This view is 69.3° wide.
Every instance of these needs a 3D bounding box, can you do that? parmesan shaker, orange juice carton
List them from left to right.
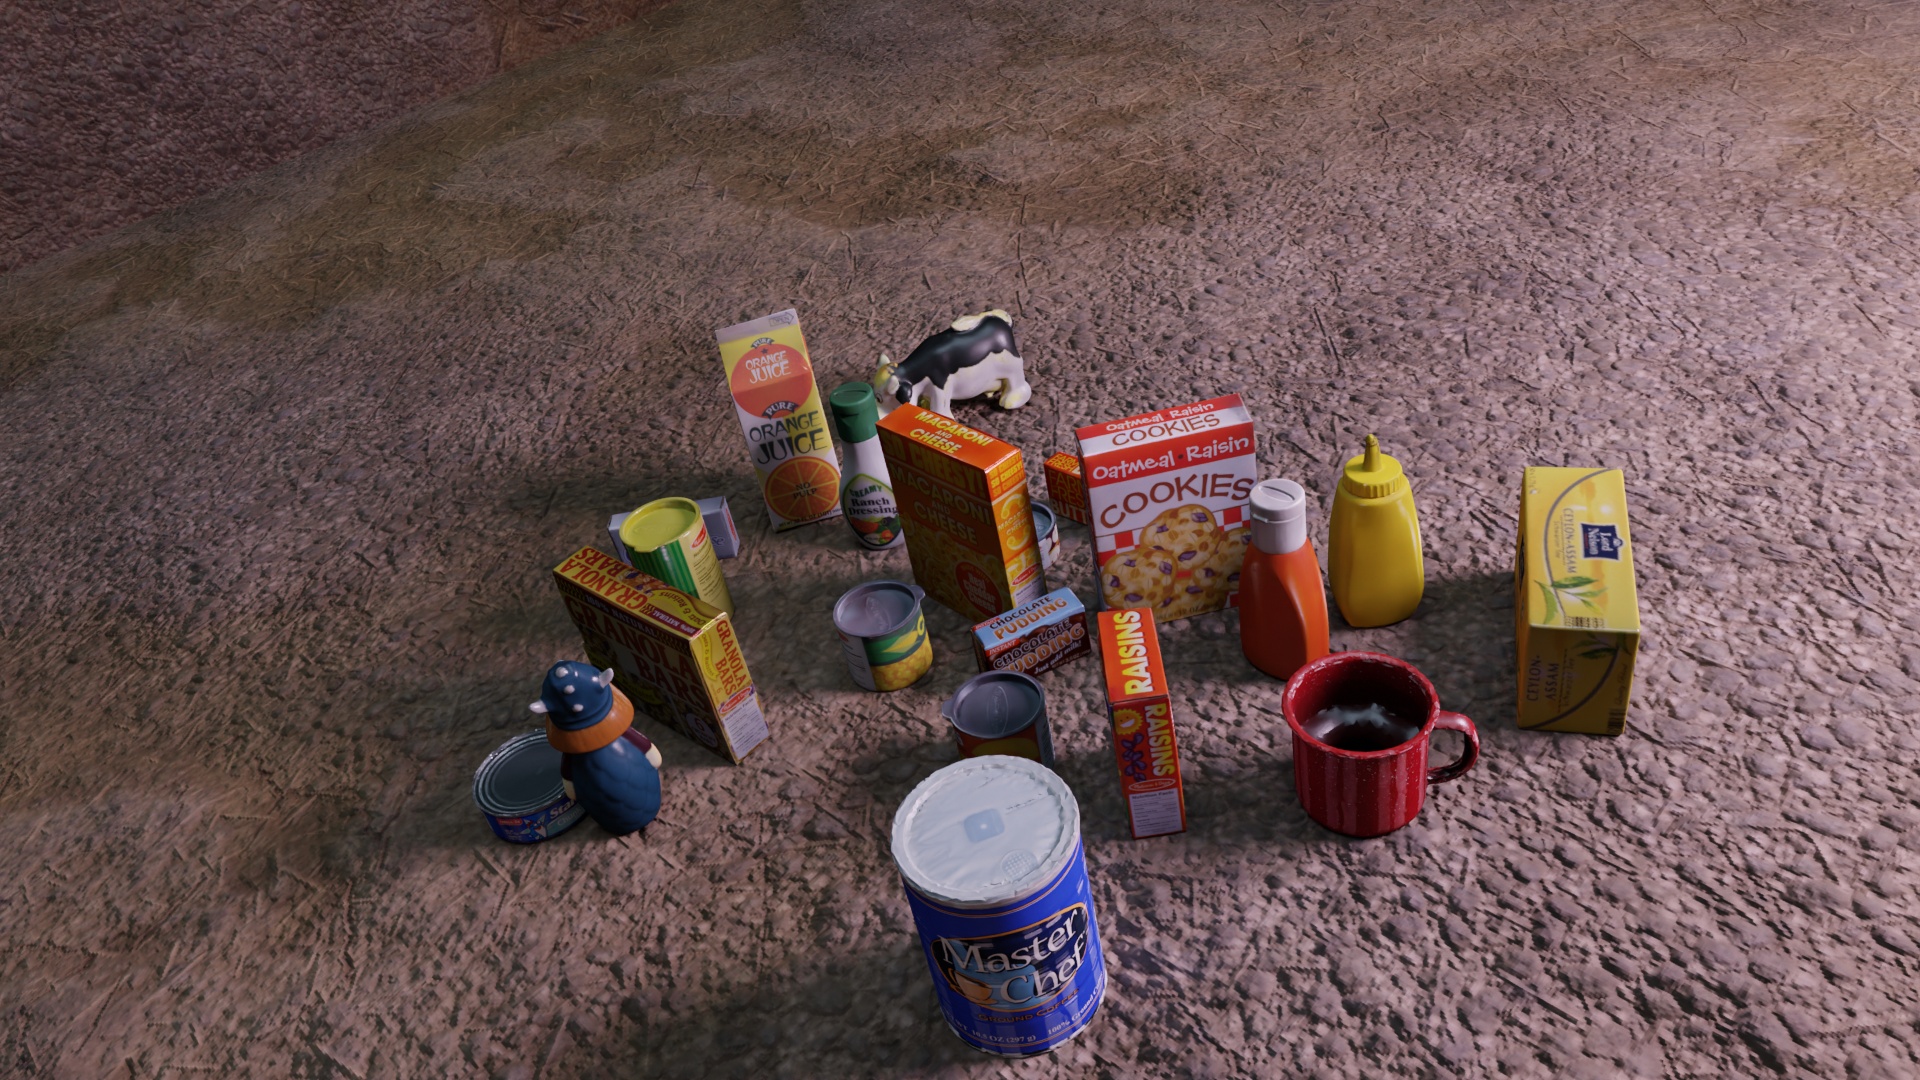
[{"bbox_3d":[-0.231,0.027,1.131,0.071,0.102,0.072,-8,36,6],"label":"parmesan shaker"},{"bbox_3d":[-0.156,-0.110,1.217,0.072,0.191,0.073,-15,36,-4],"label":"orange juice carton"}]

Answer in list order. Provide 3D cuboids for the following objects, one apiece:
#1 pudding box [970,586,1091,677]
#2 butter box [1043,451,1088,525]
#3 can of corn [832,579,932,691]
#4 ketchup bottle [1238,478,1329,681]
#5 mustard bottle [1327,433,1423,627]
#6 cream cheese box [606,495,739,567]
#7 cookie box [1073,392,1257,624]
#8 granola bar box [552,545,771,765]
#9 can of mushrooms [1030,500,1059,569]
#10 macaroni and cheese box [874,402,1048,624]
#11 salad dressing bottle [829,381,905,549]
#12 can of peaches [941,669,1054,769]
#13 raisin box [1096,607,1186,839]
[{"bbox_3d":[0.053,0.073,1.031,0.084,0.049,0.030,-22,37,-13],"label":"pudding box"},{"bbox_3d":[0.117,-0.036,1.156,0.103,0.052,0.024,23,48,38],"label":"butter box"},{"bbox_3d":[-0.056,0.072,1.057,0.071,0.058,0.071,-8,36,6],"label":"can of corn"},{"bbox_3d":[0.221,0.028,0.960,0.044,0.148,0.065,-35,41,-28],"label":"ketchup bottle"},{"bbox_3d":[0.293,-0.011,0.982,0.065,0.159,0.049,-10,36,3],"label":"mustard bottle"},{"bbox_3d":[-0.251,-0.004,1.220,0.104,0.053,0.024,-9,36,4],"label":"cream cheese box"},{"bbox_3d":[0.156,-0.018,1.024,0.123,0.166,0.040,-13,36,0],"label":"cookie box"},{"bbox_3d":[-0.224,0.084,1.033,0.166,0.123,0.039,20,47,37],"label":"granola bar box"},{"bbox_3d":[0.048,-0.003,1.149,0.071,0.033,0.071,-8,36,6],"label":"can of mushrooms"},{"bbox_3d":[0.004,-0.013,1.063,0.040,0.165,0.124,-36,42,-29],"label":"macaroni and cheese box"},{"bbox_3d":[-0.077,-0.062,1.168,0.064,0.147,0.044,-2,37,14],"label":"salad dressing bottle"},{"bbox_3d":[0.027,0.132,0.952,0.071,0.057,0.071,-8,36,6],"label":"can of peaches"},{"bbox_3d":[0.115,0.117,0.891,0.040,0.122,0.086,-8,36,6],"label":"raisin box"}]
